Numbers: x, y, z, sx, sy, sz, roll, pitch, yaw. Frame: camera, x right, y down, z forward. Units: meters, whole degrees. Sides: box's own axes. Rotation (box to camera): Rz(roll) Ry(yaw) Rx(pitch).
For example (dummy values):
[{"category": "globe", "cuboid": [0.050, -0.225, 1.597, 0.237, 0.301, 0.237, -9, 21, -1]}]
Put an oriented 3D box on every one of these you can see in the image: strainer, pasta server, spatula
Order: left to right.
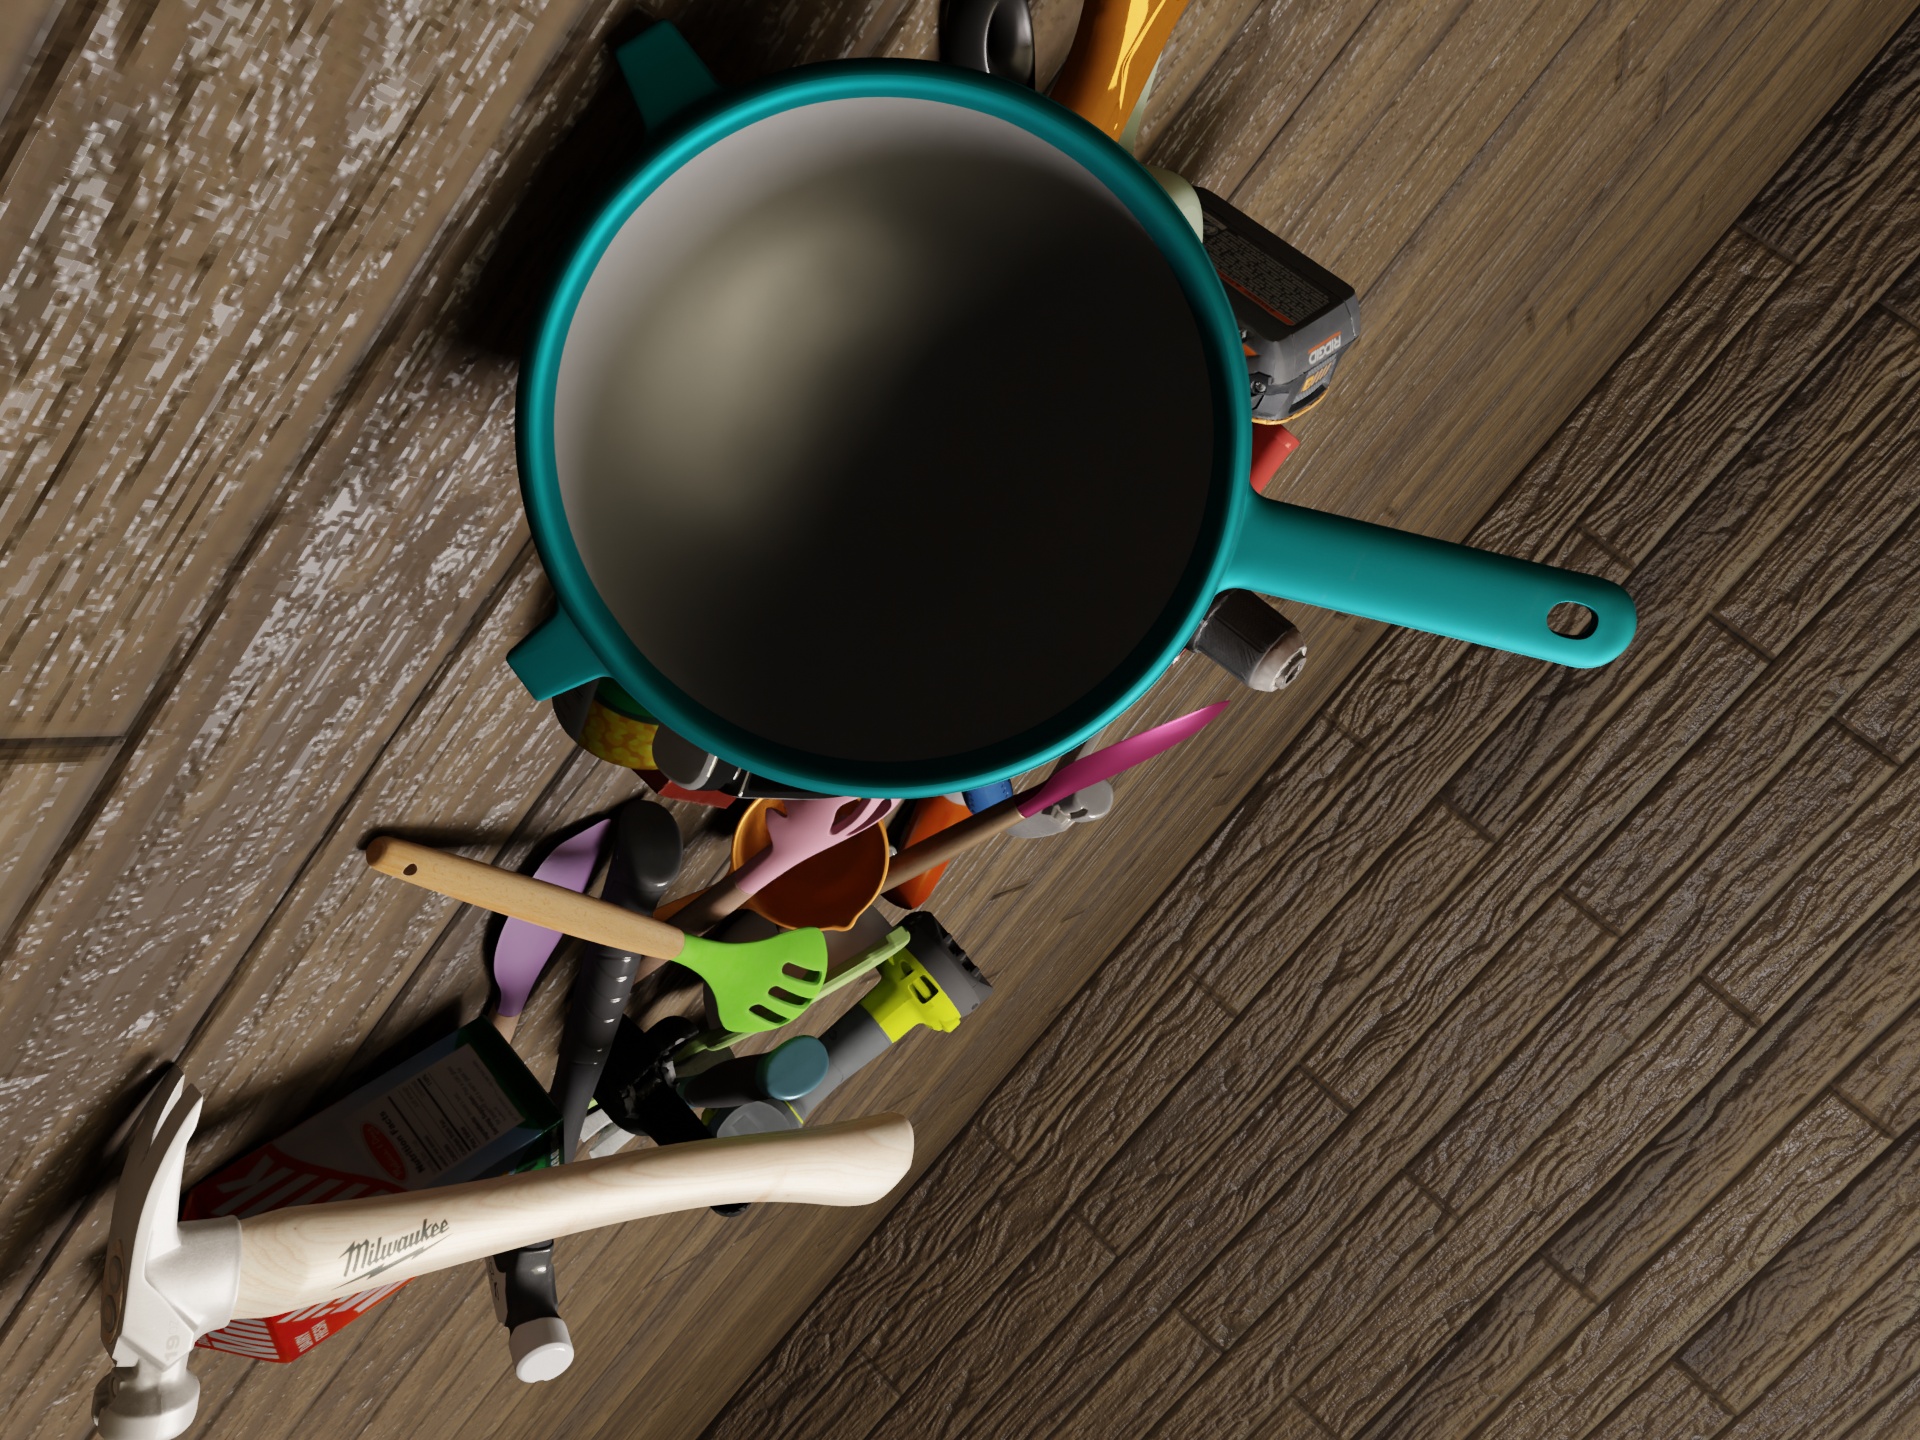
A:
[{"category": "spatula", "cuboid": [-0.246, 0.167, 0.835, 0.060, 0.018, 0.315, -34, 158, -53]}, {"category": "strainer", "cuboid": [-0.159, 0.173, 1.028, 0.256, 0.069, 0.151, -26, 178, -11]}, {"category": "pasta server", "cuboid": [-0.125, 0.086, 0.814, 0.060, 0.040, 0.316, 9, 146, -40]}, {"category": "strainer", "cuboid": [0.039, -0.075, 0.503, 0.095, 0.340, 0.211, -103, -154, -73]}]

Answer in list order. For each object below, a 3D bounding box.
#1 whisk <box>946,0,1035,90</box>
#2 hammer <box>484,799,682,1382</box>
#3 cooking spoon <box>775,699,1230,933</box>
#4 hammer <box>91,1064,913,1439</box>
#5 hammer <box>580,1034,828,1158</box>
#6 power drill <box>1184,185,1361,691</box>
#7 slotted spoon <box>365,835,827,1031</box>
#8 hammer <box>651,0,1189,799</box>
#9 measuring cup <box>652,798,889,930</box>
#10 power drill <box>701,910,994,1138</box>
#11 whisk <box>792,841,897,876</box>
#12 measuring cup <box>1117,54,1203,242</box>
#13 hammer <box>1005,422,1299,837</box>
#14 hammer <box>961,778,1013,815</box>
[{"category": "whisk", "cuboid": [0.022, -0.180, 0.651, 0.073, 0.073, 0.295, -44, 157, -15]}, {"category": "hammer", "cuboid": [-0.207, 0.185, 0.851, 0.035, 0.146, 0.334, 4, 121, -31]}, {"category": "cooking spoon", "cuboid": [0.015, 0.060, 0.909, 0.319, 0.017, 0.068, -28, 172, 27]}, {"category": "hammer", "cuboid": [-0.179, 0.218, 0.754, 0.410, 0.038, 0.146, 4, 101, -45]}, {"category": "hammer", "cuboid": [-0.155, 0.228, 0.991, 0.128, 0.033, 0.331, -29, 178, -30]}, {"category": "power drill", "cuboid": [0.125, -0.129, 0.813, 0.084, 0.185, 0.226, -36, 157, -33]}, {"category": "slotted spoon", "cuboid": [-0.152, 0.101, 0.743, 0.070, 0.031, 0.313, -53, 145, 3]}, {"category": "hammer", "cuboid": [0.001, -0.120, 0.586, 0.127, 0.034, 0.337, 6, 115, -58]}, {"category": "measuring cup", "cuboid": [-0.122, 0.089, 0.906, 0.173, 0.095, 0.052, -26, -170, 3]}, {"category": "power drill", "cuboid": [-0.096, 0.243, 1.170, 0.228, 0.080, 0.190, -40, -179, -13]}, {"category": "whisk", "cuboid": [-0.075, 0.087, 1.054, 0.246, 0.059, 0.058, 37, 68, -79]}, {"category": "measuring cup", "cuboid": [0.081, -0.227, 0.629, 0.083, 0.038, 0.167, -24, 131, -62]}, {"category": "hammer", "cuboid": [0.137, -0.072, 1.115, 0.359, 0.036, 0.149, -57, -164, -19]}, {"category": "hammer", "cuboid": [-0.001, -0.003, 0.855, 0.035, 0.144, 0.405, -21, 163, 0]}]
